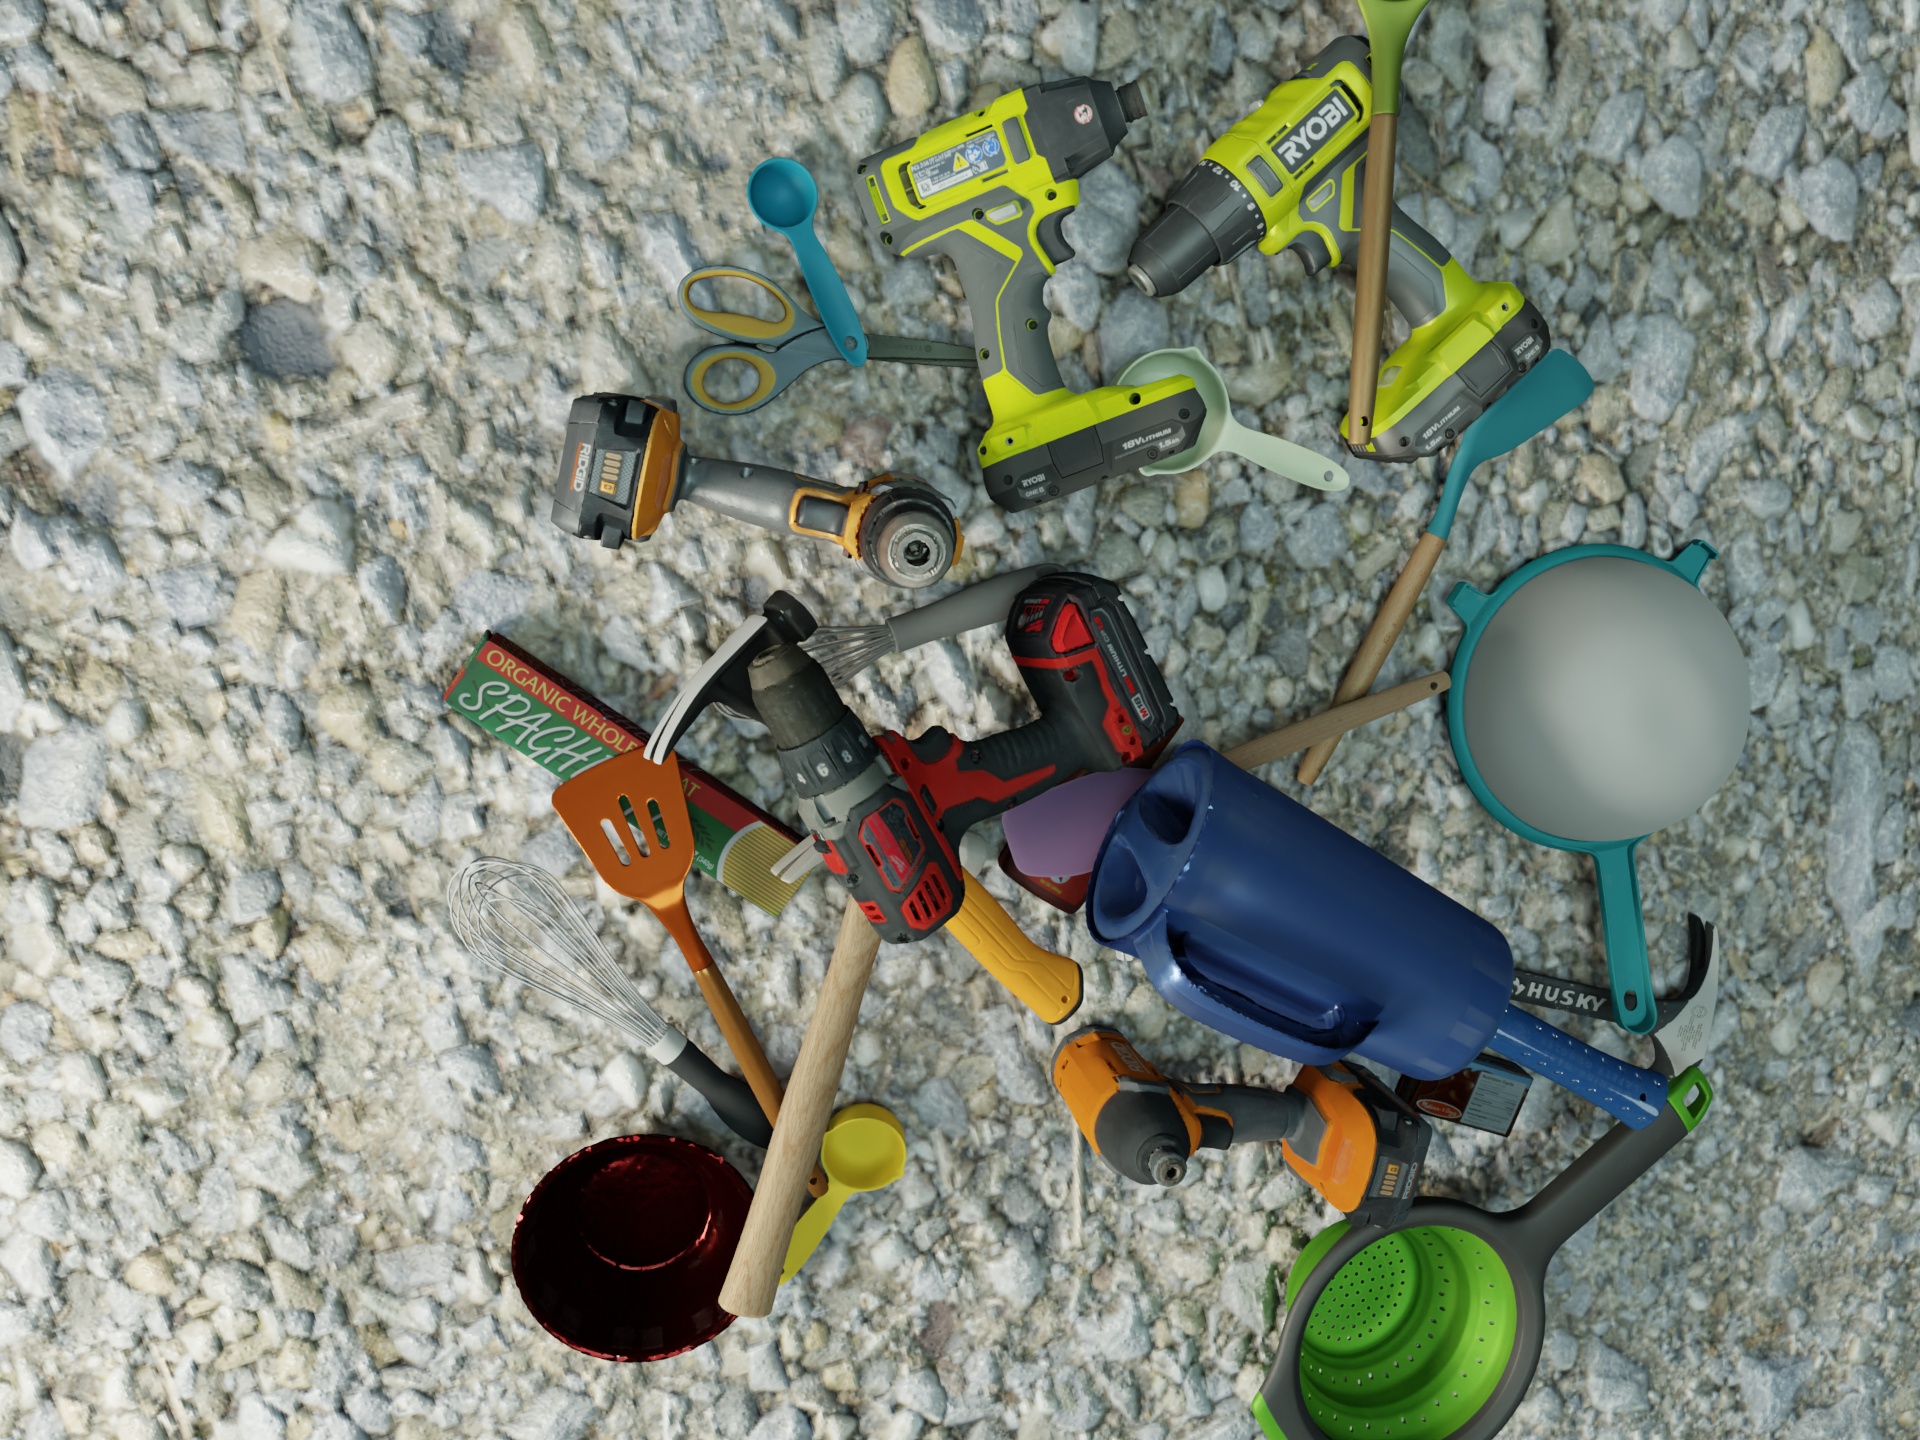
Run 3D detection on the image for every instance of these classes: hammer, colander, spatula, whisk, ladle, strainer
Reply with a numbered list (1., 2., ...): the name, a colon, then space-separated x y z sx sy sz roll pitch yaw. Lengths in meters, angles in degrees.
1. hammer: -0.089 0.213 1.004 0.130 0.031 0.331 18 88 -28
2. colander: 0.362 0.369 1.131 0.397 0.094 0.204 -38 106 -7
3. hammer: 0.287 0.171 1.056 0.405 0.035 0.144 28 80 -7
4. spatula: 0.307 -0.094 1.040 0.082 0.044 0.317 14 106 -51
5. hammer: -0.039 0.081 0.974 0.127 0.034 0.336 -49 114 -15
6. spatula: -0.153 0.169 1.004 0.081 0.041 0.322 -24 110 -4
7. whisk: -0.209 0.185 1.010 0.070 0.070 0.284 -44 110 2
8. ladle: 0.243 -0.319 0.905 0.078 0.062 0.320 2 99 -3
9. strainer: 0.447 0.052 1.051 0.211 0.095 0.340 -10 96 -8
10. whisk: -0.042 -0.055 0.993 0.239 0.055 0.055 -20 105 -10
11. hammer: 0.349 0.171 1.111 0.408 0.036 0.149 14 98 -12
12. spatula: 0.177 0.028 1.022 0.316 0.018 0.059 -21 98 -11

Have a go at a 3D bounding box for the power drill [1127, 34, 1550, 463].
1. power drill: 0.231 -0.269 0.974 0.190 0.080 0.228 -43 103 0

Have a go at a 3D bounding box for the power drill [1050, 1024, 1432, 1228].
1. power drill: 0.185 0.268 1.039 0.226 0.164 0.084 12 99 -14

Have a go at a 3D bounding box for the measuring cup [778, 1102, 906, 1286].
1. measuring cup: -0.091 0.323 1.080 0.062 0.029 0.156 30 108 -12

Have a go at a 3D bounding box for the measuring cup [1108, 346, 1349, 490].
1. measuring cup: 0.167 -0.179 1.003 0.167 0.038 0.083 19 99 -15

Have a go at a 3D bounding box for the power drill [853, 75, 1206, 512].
1. power drill: 0.055 -0.247 0.922 0.171 0.080 0.223 -19 96 12

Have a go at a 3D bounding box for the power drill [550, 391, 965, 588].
1. power drill: -0.108 -0.122 0.894 0.226 0.185 0.084 12 102 -9

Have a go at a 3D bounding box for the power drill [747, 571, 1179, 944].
1. power drill: -0.001 -0.003 0.929 0.227 0.080 0.187 -35 108 -20

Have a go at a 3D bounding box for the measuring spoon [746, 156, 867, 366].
1. measuring spoon: -0.088 -0.269 0.944 0.042 0.021 0.128 -28 102 -14
